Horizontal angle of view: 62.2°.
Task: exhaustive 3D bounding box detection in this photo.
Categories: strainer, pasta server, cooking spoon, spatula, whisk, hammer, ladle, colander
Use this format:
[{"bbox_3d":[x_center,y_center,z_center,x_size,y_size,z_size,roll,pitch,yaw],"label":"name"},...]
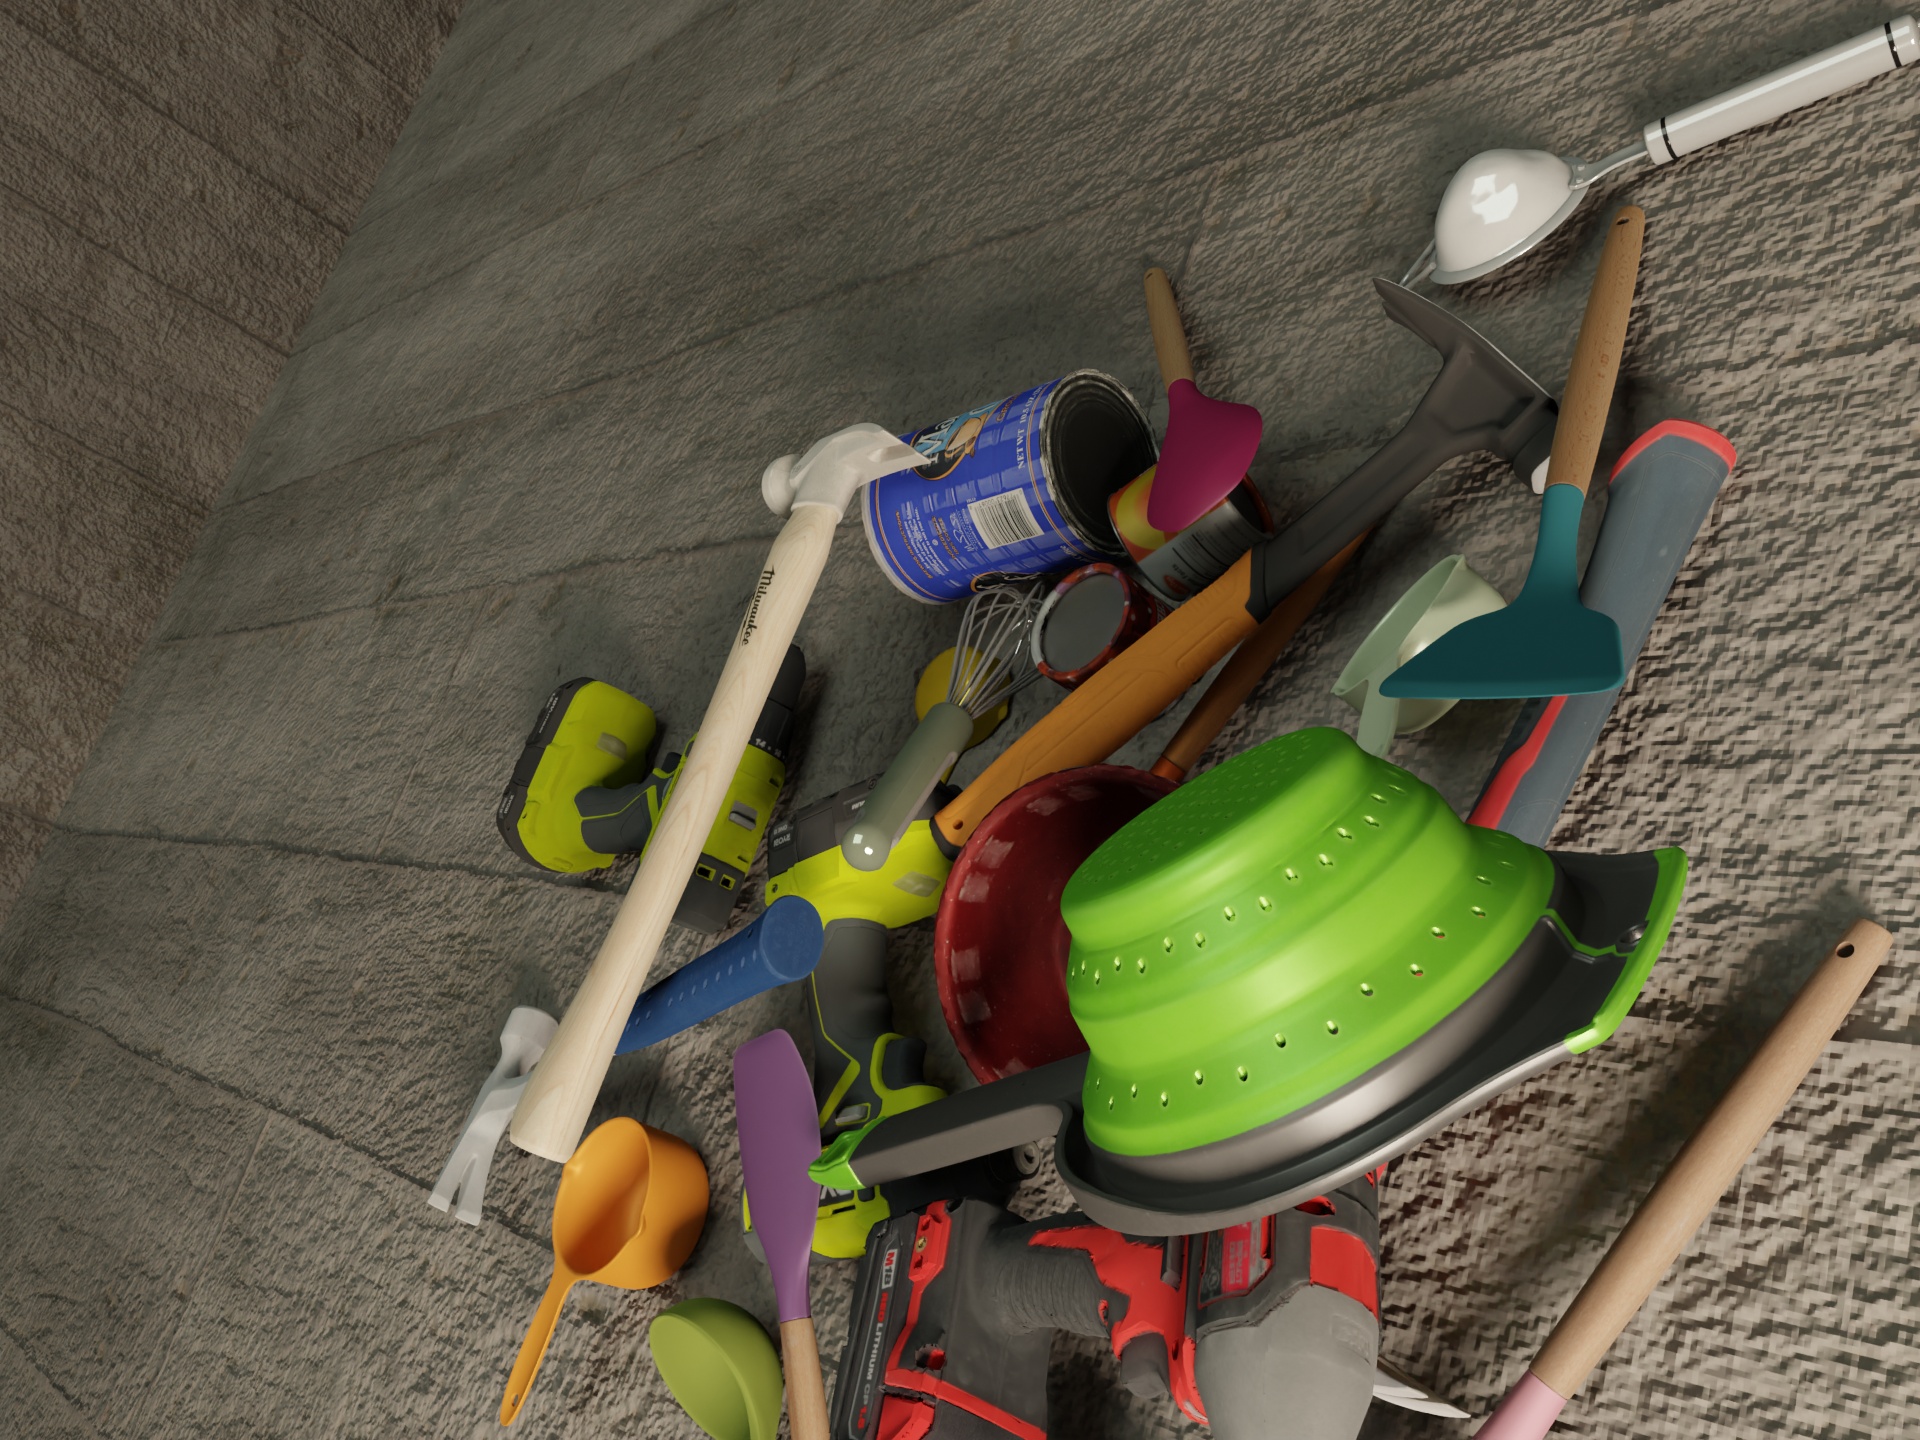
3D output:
[{"bbox_3d":[0.310,-0.262,0.723,0.258,0.050,0.087,-15,38,37],"label":"strainer"},{"bbox_3d":[0.213,0.199,0.526,0.316,0.040,0.060,-54,37,-1],"label":"pasta server"},{"bbox_3d":[0.112,-0.180,0.827,0.068,0.017,0.319,-39,24,24],"label":"cooking spoon"},{"bbox_3d":[0.245,-0.116,0.636,0.082,0.044,0.318,-1,50,35],"label":"spatula"},{"bbox_3d":[-0.001,-0.003,0.799,0.057,0.059,0.246,-57,-1,40],"label":"whisk"},{"bbox_3d":[-0.196,0.183,0.891,0.405,0.035,0.144,-33,30,47],"label":"hammer"},{"bbox_3d":[-0.069,0.295,0.713,0.060,0.018,0.316,-29,61,37],"label":"spatula"},{"bbox_3d":[-0.131,0.031,0.834,0.146,0.038,0.411,-2,63,59],"label":"hammer"},{"bbox_3d":[-0.091,0.382,0.671,0.320,0.062,0.078,-113,21,-56],"label":"ladle"},{"bbox_3d":[0.210,0.058,0.598,0.386,0.038,0.143,-61,25,-7],"label":"hammer"},{"bbox_3d":[0.114,-0.053,0.732,0.337,0.034,0.127,-41,60,8],"label":"hammer"},{"bbox_3d":[0.049,0.097,0.577,0.397,0.094,0.204,-30,5,43],"label":"colander"},{"bbox_3d":[0.121,0.006,0.763,0.322,0.041,0.081,-53,38,0],"label":"spatula"}]

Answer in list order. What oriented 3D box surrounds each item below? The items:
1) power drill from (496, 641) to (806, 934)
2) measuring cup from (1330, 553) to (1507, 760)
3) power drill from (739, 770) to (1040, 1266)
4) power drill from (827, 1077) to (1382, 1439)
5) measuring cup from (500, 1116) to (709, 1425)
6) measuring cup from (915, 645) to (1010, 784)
[{"bbox_3d":[-0.200,0.032,1.057,0.229,0.080,0.191,4,69,46],"label":"power drill"},{"bbox_3d":[0.182,-0.010,0.628,0.083,0.038,0.168,-51,1,32],"label":"measuring cup"},{"bbox_3d":[-0.033,0.146,0.790,0.171,0.080,0.223,-25,55,37],"label":"power drill"},{"bbox_3d":[0.052,0.222,0.566,0.219,0.078,0.143,-33,33,38],"label":"power drill"},{"bbox_3d":[-0.198,0.310,0.883,0.095,0.052,0.174,14,78,51],"label":"measuring cup"},{"bbox_3d":[-0.023,0.029,0.899,0.062,0.029,0.156,22,83,52],"label":"measuring cup"}]
